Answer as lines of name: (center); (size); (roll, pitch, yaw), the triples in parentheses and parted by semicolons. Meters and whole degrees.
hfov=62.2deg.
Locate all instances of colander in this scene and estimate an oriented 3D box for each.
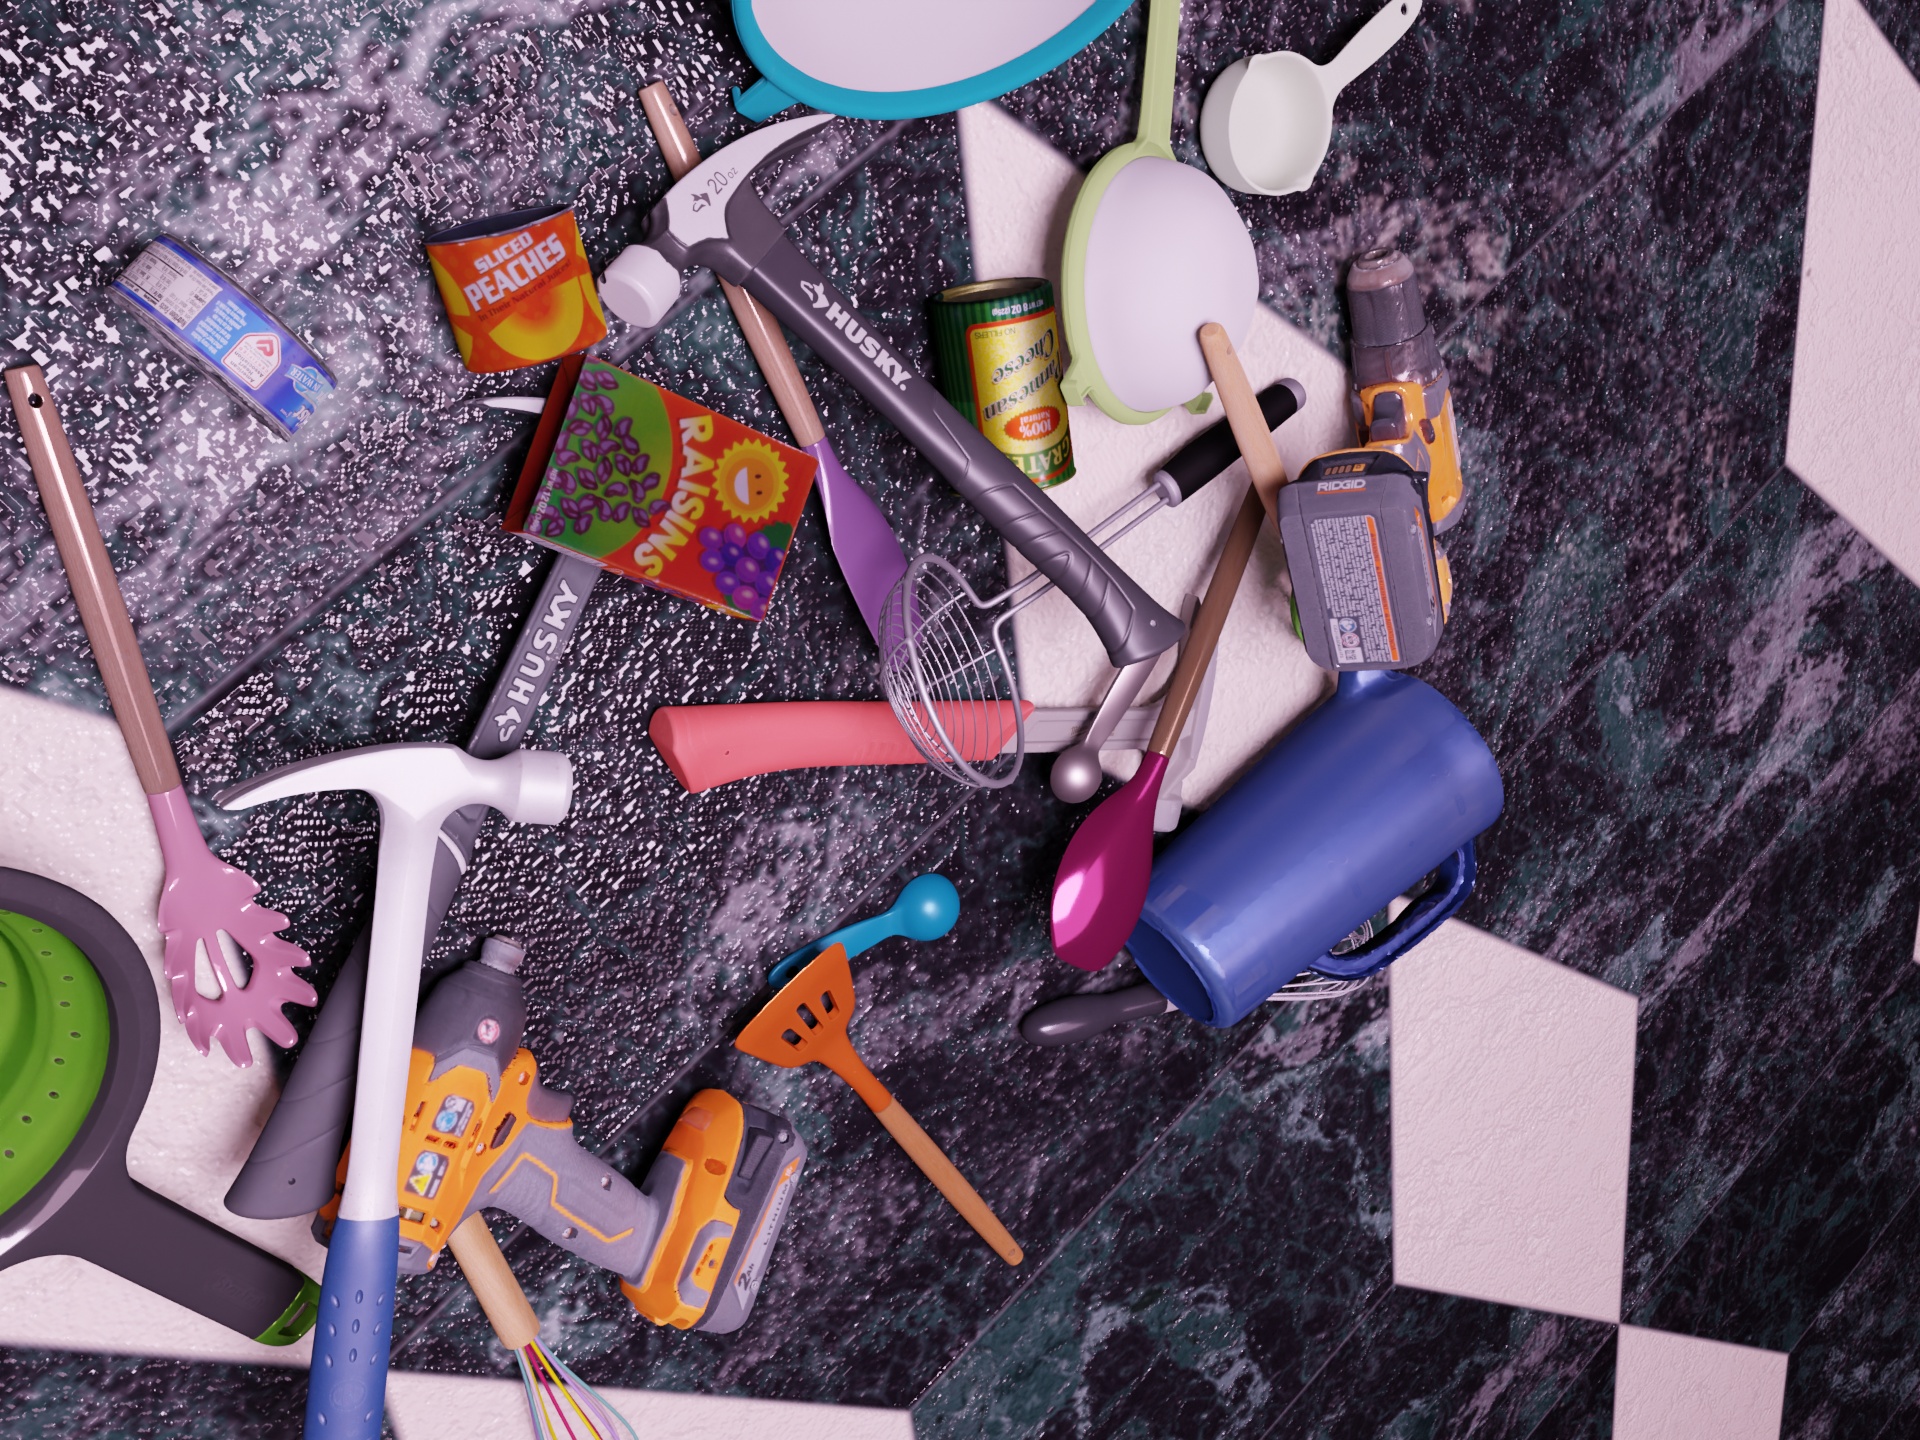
colander: (-0.413, 0.179, 0.683); (0.204, 0.095, 0.396); (-50, 144, -19)

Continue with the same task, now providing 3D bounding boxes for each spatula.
spatula: (-0.033, 0.252, 0.971); (0.081, 0.041, 0.322); (-43, 125, -14)
spatula: (-0.084, -0.166, 0.805); (0.315, 0.018, 0.060); (65, 34, -27)

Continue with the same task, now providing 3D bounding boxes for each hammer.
hammer: (-0.008, -0.145, 0.779); (0.334, 0.035, 0.146); (42, 61, -20)
hammer: (-0.269, 0.209, 0.709); (0.144, 0.035, 0.405); (5, 95, -28)
hammer: (-0.237, 0.039, 0.743); (0.149, 0.036, 0.409); (29, 82, -34)
hammer: (-0.001, -0.003, 0.908); (0.359, 0.037, 0.149); (-1, 106, -33)

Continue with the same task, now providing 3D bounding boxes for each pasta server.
pasta server: (-0.350, 0.006, 0.686); (0.060, 0.040, 0.316); (-25, 118, -38)

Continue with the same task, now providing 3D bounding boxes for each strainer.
strainer: (0.047, -0.390, 0.726); (0.340, 0.211, 0.095); (-16, 76, -17)
strainer: (0.124, -0.286, 0.848); (0.151, 0.069, 0.256); (-11, 107, -52)

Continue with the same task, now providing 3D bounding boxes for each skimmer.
skimmer: (0.093, -0.099, 0.880); (0.363, 0.090, 0.127); (-38, 113, -25)

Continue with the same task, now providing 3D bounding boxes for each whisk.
whisk: (0.166, 0.176, 1.069); (0.284, 0.070, 0.070); (-10, 111, -24)
whisk: (-0.231, 0.355, 0.879); (0.051, 0.047, 0.244); (-27, 116, -21)

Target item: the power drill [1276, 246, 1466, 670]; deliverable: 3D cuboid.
power drill: (0.249, -0.158, 0.940); (0.226, 0.084, 0.185); (-59, 138, -47)

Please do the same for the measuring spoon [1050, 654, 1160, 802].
measuring spoon: (0.094, -0.005, 0.936); (0.034, 0.018, 0.124); (33, 85, -36)

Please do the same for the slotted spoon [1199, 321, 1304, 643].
slotted spoon: (0.188, -0.131, 0.937); (0.070, 0.031, 0.313); (-64, 147, -16)

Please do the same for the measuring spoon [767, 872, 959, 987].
measuring spoon: (-0.052, 0.129, 0.928); (0.128, 0.021, 0.042); (-23, 117, -26)

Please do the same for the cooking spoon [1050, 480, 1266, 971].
cooking spoon: (0.127, -0.003, 0.946); (0.068, 0.017, 0.319); (27, 81, -30)

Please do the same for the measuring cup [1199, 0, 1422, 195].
measuring cup: (0.202, -0.369, 0.915); (0.167, 0.038, 0.083); (-44, 124, -15)

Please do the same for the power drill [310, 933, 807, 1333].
power drill: (-0.196, 0.218, 0.826); (0.226, 0.084, 0.164); (29, 73, -32)
